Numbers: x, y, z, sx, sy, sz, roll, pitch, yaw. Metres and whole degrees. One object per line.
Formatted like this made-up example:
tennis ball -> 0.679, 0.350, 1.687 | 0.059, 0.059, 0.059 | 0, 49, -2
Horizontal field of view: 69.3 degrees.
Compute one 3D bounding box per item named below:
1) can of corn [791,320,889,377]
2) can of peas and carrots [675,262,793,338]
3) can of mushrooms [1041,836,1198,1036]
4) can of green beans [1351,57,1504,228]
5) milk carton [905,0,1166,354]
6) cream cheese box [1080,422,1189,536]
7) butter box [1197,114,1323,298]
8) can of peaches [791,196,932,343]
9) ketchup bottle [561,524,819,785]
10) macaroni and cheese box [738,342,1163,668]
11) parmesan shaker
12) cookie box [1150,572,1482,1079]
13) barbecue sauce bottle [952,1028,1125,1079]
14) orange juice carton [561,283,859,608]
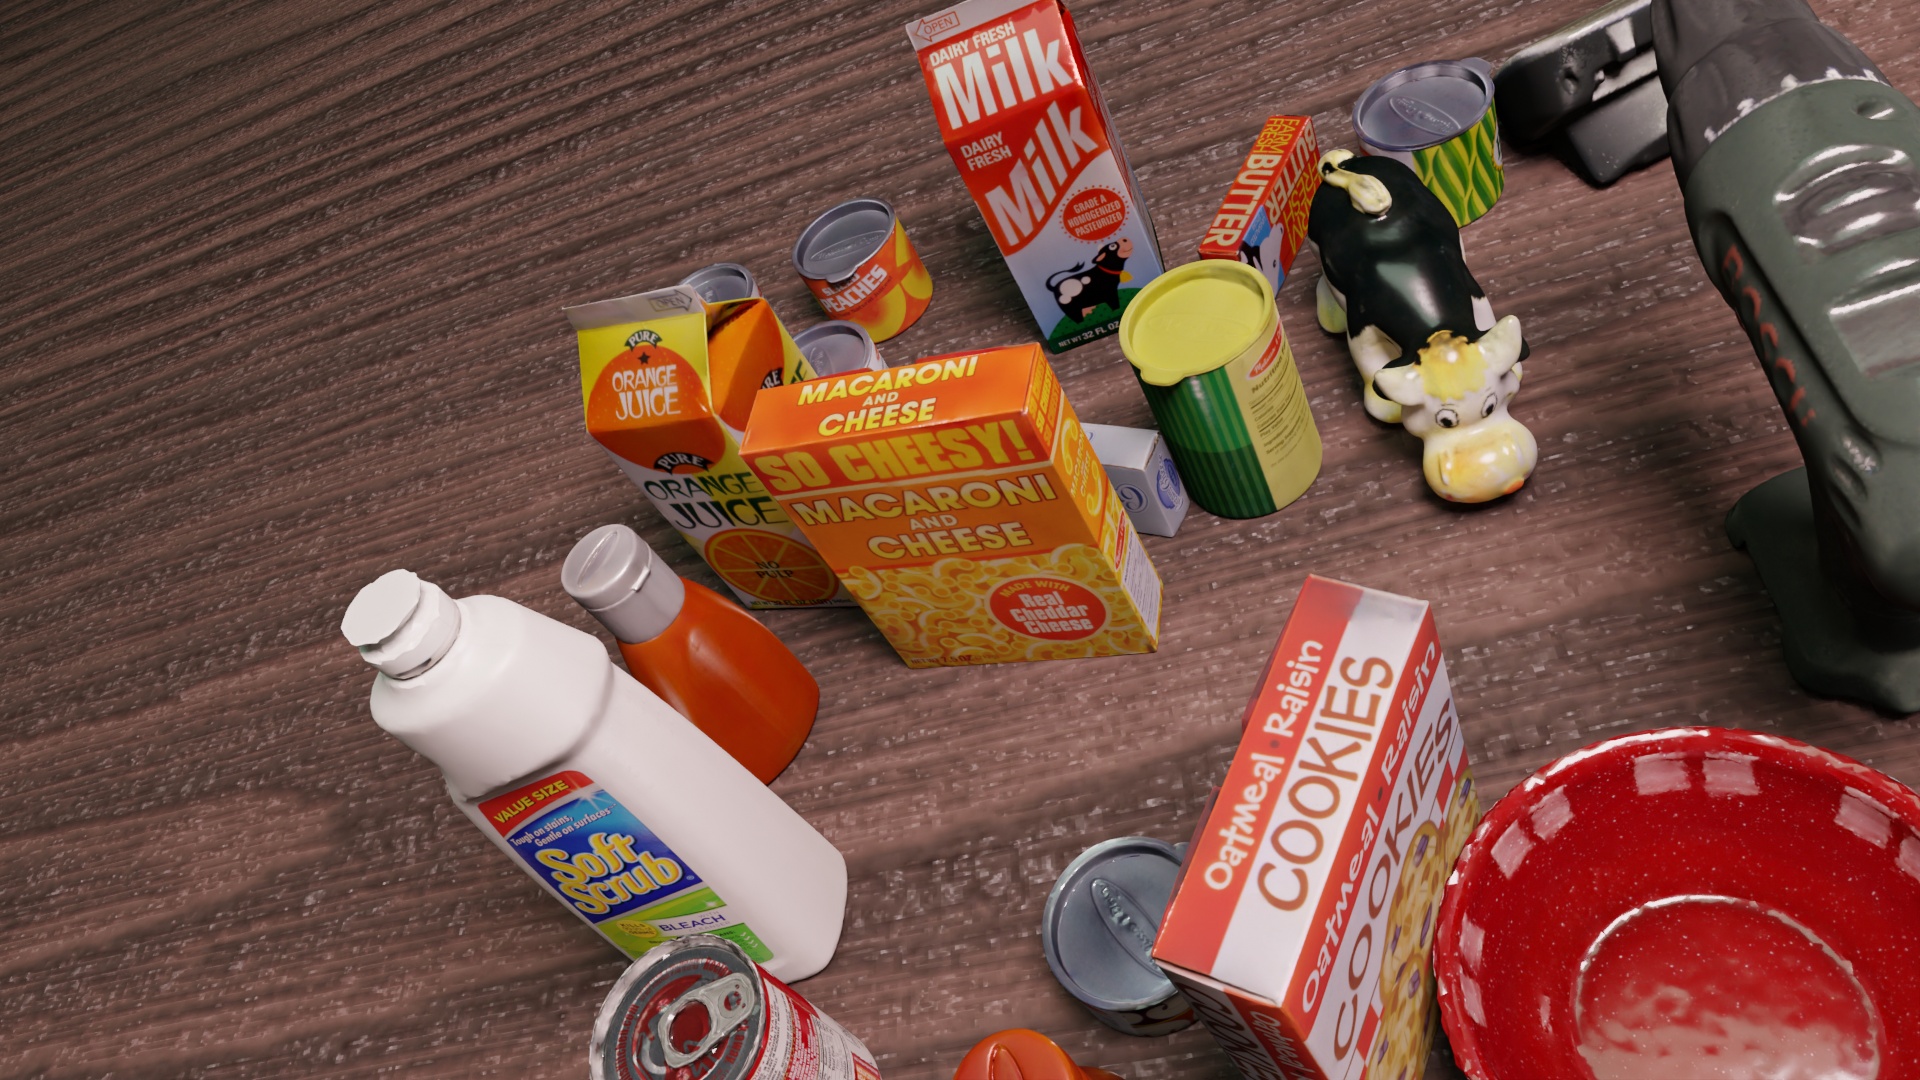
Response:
can of corn -> -0.068, -0.074, 0.753 | 0.071, 0.058, 0.071 | -14, 49, 17
can of peas and carrots -> -0.142, -0.121, 0.829 | 0.071, 0.058, 0.071 | -14, 49, 17
can of mushrooms -> 0.069, 0.146, 0.518 | 0.071, 0.033, 0.071 | -14, 49, 17
can of green beans -> 0.234, -0.195, 0.693 | 0.071, 0.057, 0.071 | -14, 49, 17
milk carton -> 0.043, -0.191, 0.698 | 0.072, 0.189, 0.074 | -18, 48, 15
cream cheese box -> 0.053, -0.032, 0.658 | 0.104, 0.053, 0.024 | 9, 59, 33
butter box -> 0.156, -0.165, 0.712 | 0.024, 0.053, 0.104 | 11, 60, 34
can of peaches -> -0.057, -0.156, 0.813 | 0.071, 0.058, 0.071 | -14, 49, 17
ketchup bottle -> -0.118, 0.050, 0.615 | 0.043, 0.148, 0.065 | 10, 60, 34
macaroni and cheese box -> 0.002, -0.007, 0.586 | 0.123, 0.166, 0.040 | -7, 52, 23
parmesan shaker -> 0.116, -0.063, 0.616 | 0.071, 0.102, 0.072 | -15, 49, 17
cookie box -> 0.119, 0.108, 0.430 | 0.040, 0.166, 0.123 | 10, 60, 34
barbecue sauce bottle -> 0.040, 0.189, 0.418 | 0.043, 0.148, 0.065 | -24, 47, 9
orange juice carton -> -0.107, -0.048, 0.659 | 0.072, 0.192, 0.073 | -3, 53, 26
